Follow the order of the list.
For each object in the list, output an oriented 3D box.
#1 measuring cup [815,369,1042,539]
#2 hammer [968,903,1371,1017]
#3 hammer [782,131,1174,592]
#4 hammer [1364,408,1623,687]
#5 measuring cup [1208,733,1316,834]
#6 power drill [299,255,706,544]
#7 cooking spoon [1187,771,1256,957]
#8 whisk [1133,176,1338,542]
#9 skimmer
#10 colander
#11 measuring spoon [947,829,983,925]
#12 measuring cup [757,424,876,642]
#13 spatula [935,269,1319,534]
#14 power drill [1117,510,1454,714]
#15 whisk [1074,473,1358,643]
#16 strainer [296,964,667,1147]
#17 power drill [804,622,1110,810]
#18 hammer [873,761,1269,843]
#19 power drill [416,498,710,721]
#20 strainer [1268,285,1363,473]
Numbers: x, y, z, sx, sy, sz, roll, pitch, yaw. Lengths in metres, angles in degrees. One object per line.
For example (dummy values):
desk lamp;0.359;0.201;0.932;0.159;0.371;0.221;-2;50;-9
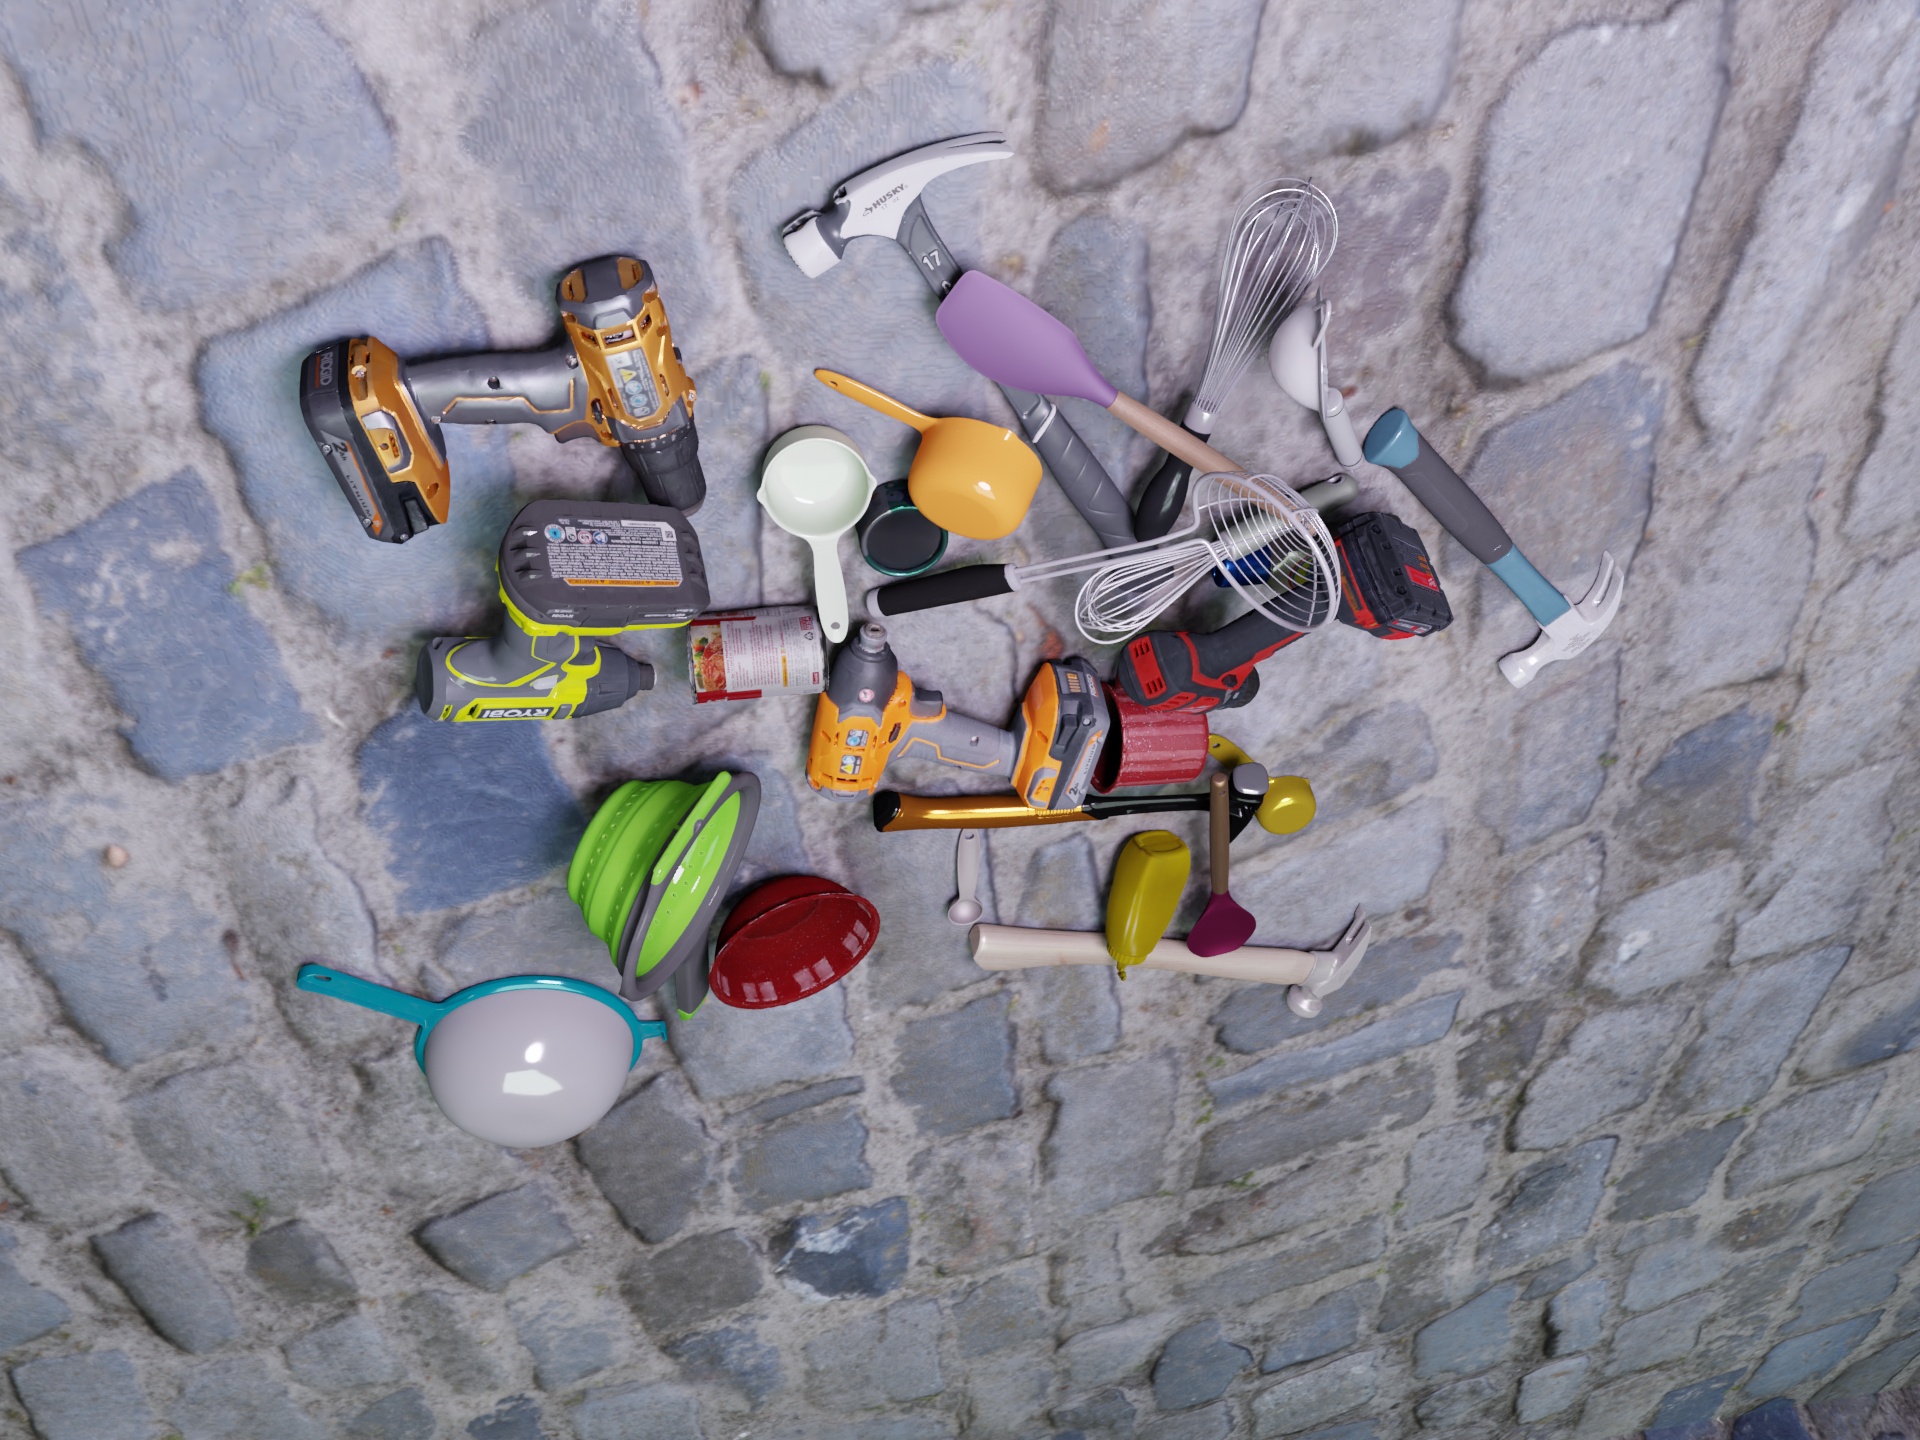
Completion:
measuring cup;-0.029;-0.180;1.088;0.173;0.052;0.095;25;160;-17
hammer;0.208;0.226;1.573;0.410;0.038;0.146;7;130;-20
hammer;0.052;-0.223;1.100;0.149;0.036;0.408;-30;133;14
hammer;0.421;-0.141;1.269;0.128;0.033;0.330;-38;130;23
measuring cup;0.266;0.058;1.427;0.062;0.029;0.156;-37;131;21
power drill;-0.281;-0.186;1.027;0.226;0.084;0.185;-17;137;-4
cooking spoon;0.233;0.137;1.431;0.069;0.017;0.318;-14;144;-1
whisk;0.178;-0.237;1.089;0.070;0.070;0.284;7;129;-20
skimmer;0.085;-0.094;1.107;0.363;0.090;0.127;-9;128;27
colander;-0.261;0.157;1.350;0.094;0.205;0.396;26;149;8
measuring spoon;0.005;0.138;1.458;0.034;0.018;0.124;-4;127;-9
measuring cup;-0.098;-0.133;1.134;0.083;0.038;0.167;-8;127;-4
spatula;0.120;-0.202;1.072;0.315;0.018;0.059;27;123;-22
power drill;0.249;-0.065;1.206;0.226;0.080;0.187;-26;164;29
whisk;0.193;-0.126;1.190;0.246;0.058;0.059;-26;116;-10
strainer;-0.449;0.313;1.456;0.340;0.095;0.211;30;121;-36
power drill;-0.002;-0.004;1.269;0.226;0.084;0.164;4;132;-12
hammer;0.092;0.079;1.389;0.337;0.034;0.127;-1;154;-6
power drill;-0.267;-0.064;1.106;0.171;0.080;0.223;-2;158;-32
strainer;0.250;-0.220;1.092;0.050;0.087;0.258;-3;165;22
